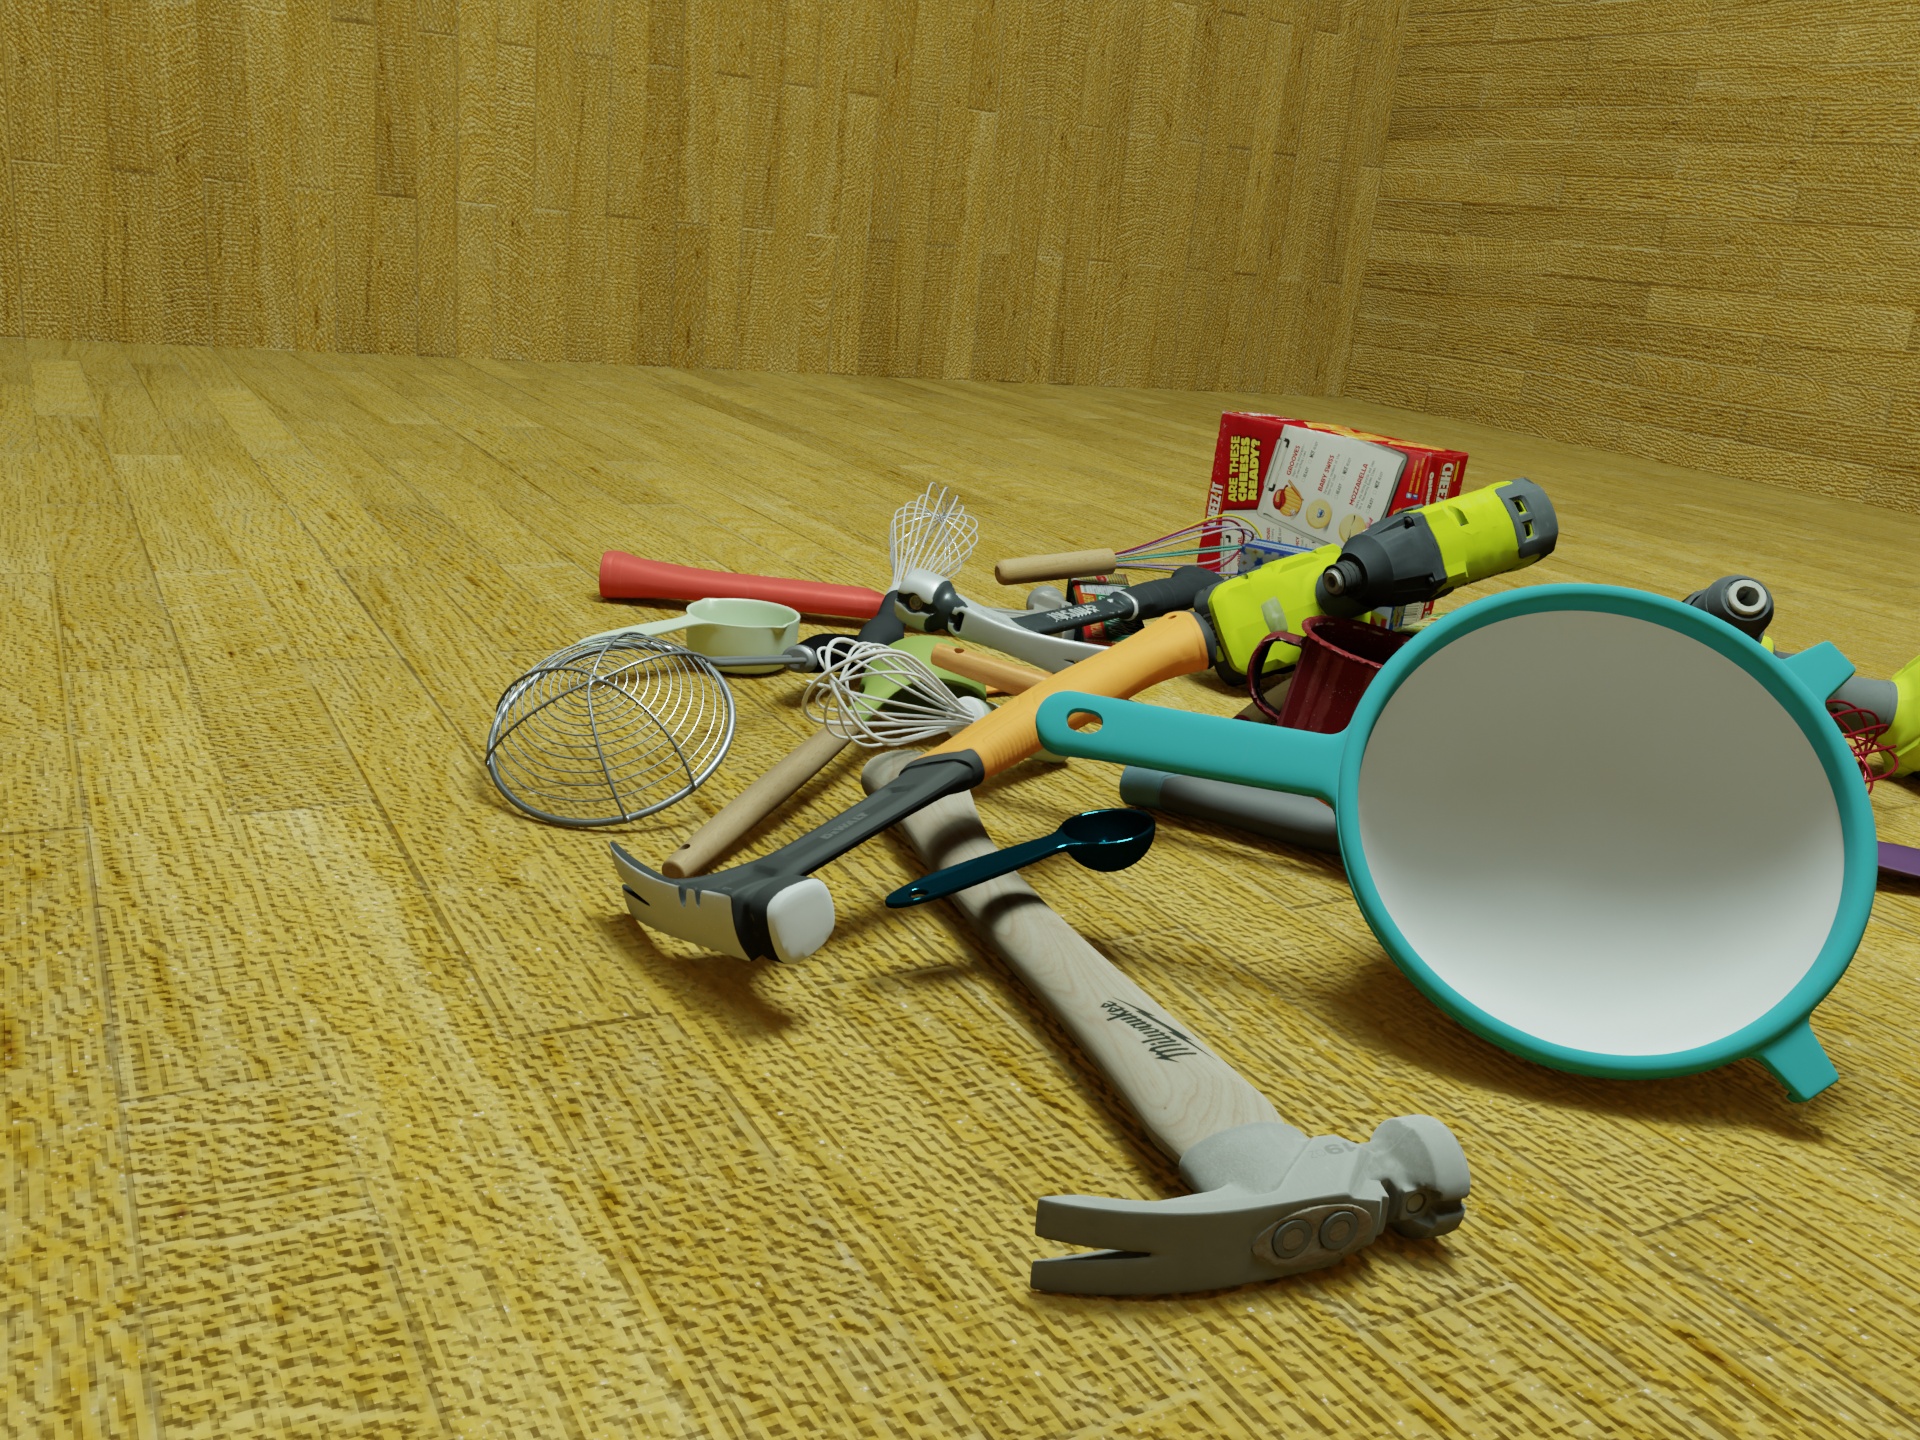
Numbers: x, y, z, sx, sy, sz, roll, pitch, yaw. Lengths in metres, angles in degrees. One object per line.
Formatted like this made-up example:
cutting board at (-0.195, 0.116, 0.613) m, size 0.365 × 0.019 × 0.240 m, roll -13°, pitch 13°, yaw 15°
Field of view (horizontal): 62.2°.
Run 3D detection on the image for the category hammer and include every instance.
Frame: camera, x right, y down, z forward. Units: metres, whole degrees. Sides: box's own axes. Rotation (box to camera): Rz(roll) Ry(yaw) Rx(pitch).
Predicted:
hammer at (-0.093, -0.088, 1.199) m, size 0.359 × 0.036 × 0.149 m, roll 6°, pitch 17°, yaw -1°
hammer at (0.002, 0.016, 0.739) m, size 0.127 × 0.034 × 0.337 m, roll 6°, pitch 26°, yaw 46°
hammer at (0.241, 0.068, 0.816) m, size 0.331 × 0.033 × 0.128 m, roll 14°, pitch 18°, yaw 25°
hammer at (0.114, -0.079, 1.126) m, size 0.149 × 0.036 × 0.409 m, roll 24°, pitch 19°, yaw 22°
hammer at (0.024, 0.093, 0.660) m, size 0.146 × 0.038 × 0.411 m, roll -2°, pitch 19°, yaw -21°

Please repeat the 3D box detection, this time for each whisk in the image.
whisk at (-0.035, -0.095, 1.113) m, size 0.070 × 0.070 × 0.285 m, roll 8°, pitch 28°, yaw 6°
whisk at (0.459, 0.038, 0.951) m, size 0.295 × 0.073 × 0.073 m, roll -11°, pitch 23°, yaw -28°
whisk at (0.142, -0.137, 1.311) m, size 0.245 × 0.047 × 0.051 m, roll -8°, pitch 21°, yaw -20°
whisk at (-0.001, -0.003, 0.846) m, size 0.246 × 0.059 × 0.058 m, roll 15°, pitch 42°, yaw -58°

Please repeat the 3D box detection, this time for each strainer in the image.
strainer at (0.201, 0.043, 0.694) m, size 0.340 × 0.211 × 0.095 m, roll 10°, pitch -21°, yaw 11°

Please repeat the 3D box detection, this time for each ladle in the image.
ladle at (-0.069, 0.023, 0.860) m, size 0.078 × 0.062 × 0.320 m, roll -4°, pitch 19°, yaw 25°
ladle at (0.190, -0.003, 1.034) m, size 0.069 × 0.031 × 0.315 m, roll 31°, pitch 23°, yaw 18°

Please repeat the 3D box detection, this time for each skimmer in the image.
skimmer at (-0.131, -0.007, 0.938) m, size 0.127 × 0.090 × 0.363 m, roll 18°, pitch 10°, yaw 19°

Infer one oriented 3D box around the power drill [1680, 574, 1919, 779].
power drill at (0.568, -0.030, 1.048) m, size 0.228 × 0.080 × 0.190 m, roll 11°, pitch -17°, yaw 9°

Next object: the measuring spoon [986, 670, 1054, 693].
measuring spoon at (0.044, -0.024, 1.086) m, size 0.117 × 0.011 × 0.021 m, roll -9°, pitch 24°, yaw -31°

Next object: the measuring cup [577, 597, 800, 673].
measuring cup at (-0.178, -0.048, 1.041) m, size 0.083 × 0.038 × 0.167 m, roll 21°, pitch 25°, yaw 39°

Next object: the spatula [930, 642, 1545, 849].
spatula at (0.133, 0.005, 0.816) m, size 0.323 × 0.041 × 0.081 m, roll 18°, pitch 38°, yaw 16°

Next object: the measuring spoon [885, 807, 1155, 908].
measuring spoon at (0.027, 0.065, 0.673) m, size 0.128 × 0.021 × 0.042 m, roll -16°, pitch 19°, yaw -25°

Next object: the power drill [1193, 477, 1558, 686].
power drill at (0.262, -0.091, 1.068) m, size 0.171 × 0.080 × 0.223 m, roll -18°, pitch -4°, yaw -26°

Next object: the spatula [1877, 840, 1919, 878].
spatula at (0.440, 0.066, 0.865) m, size 0.315 × 0.018 × 0.060 m, roll 8°, pitch 16°, yaw -17°
